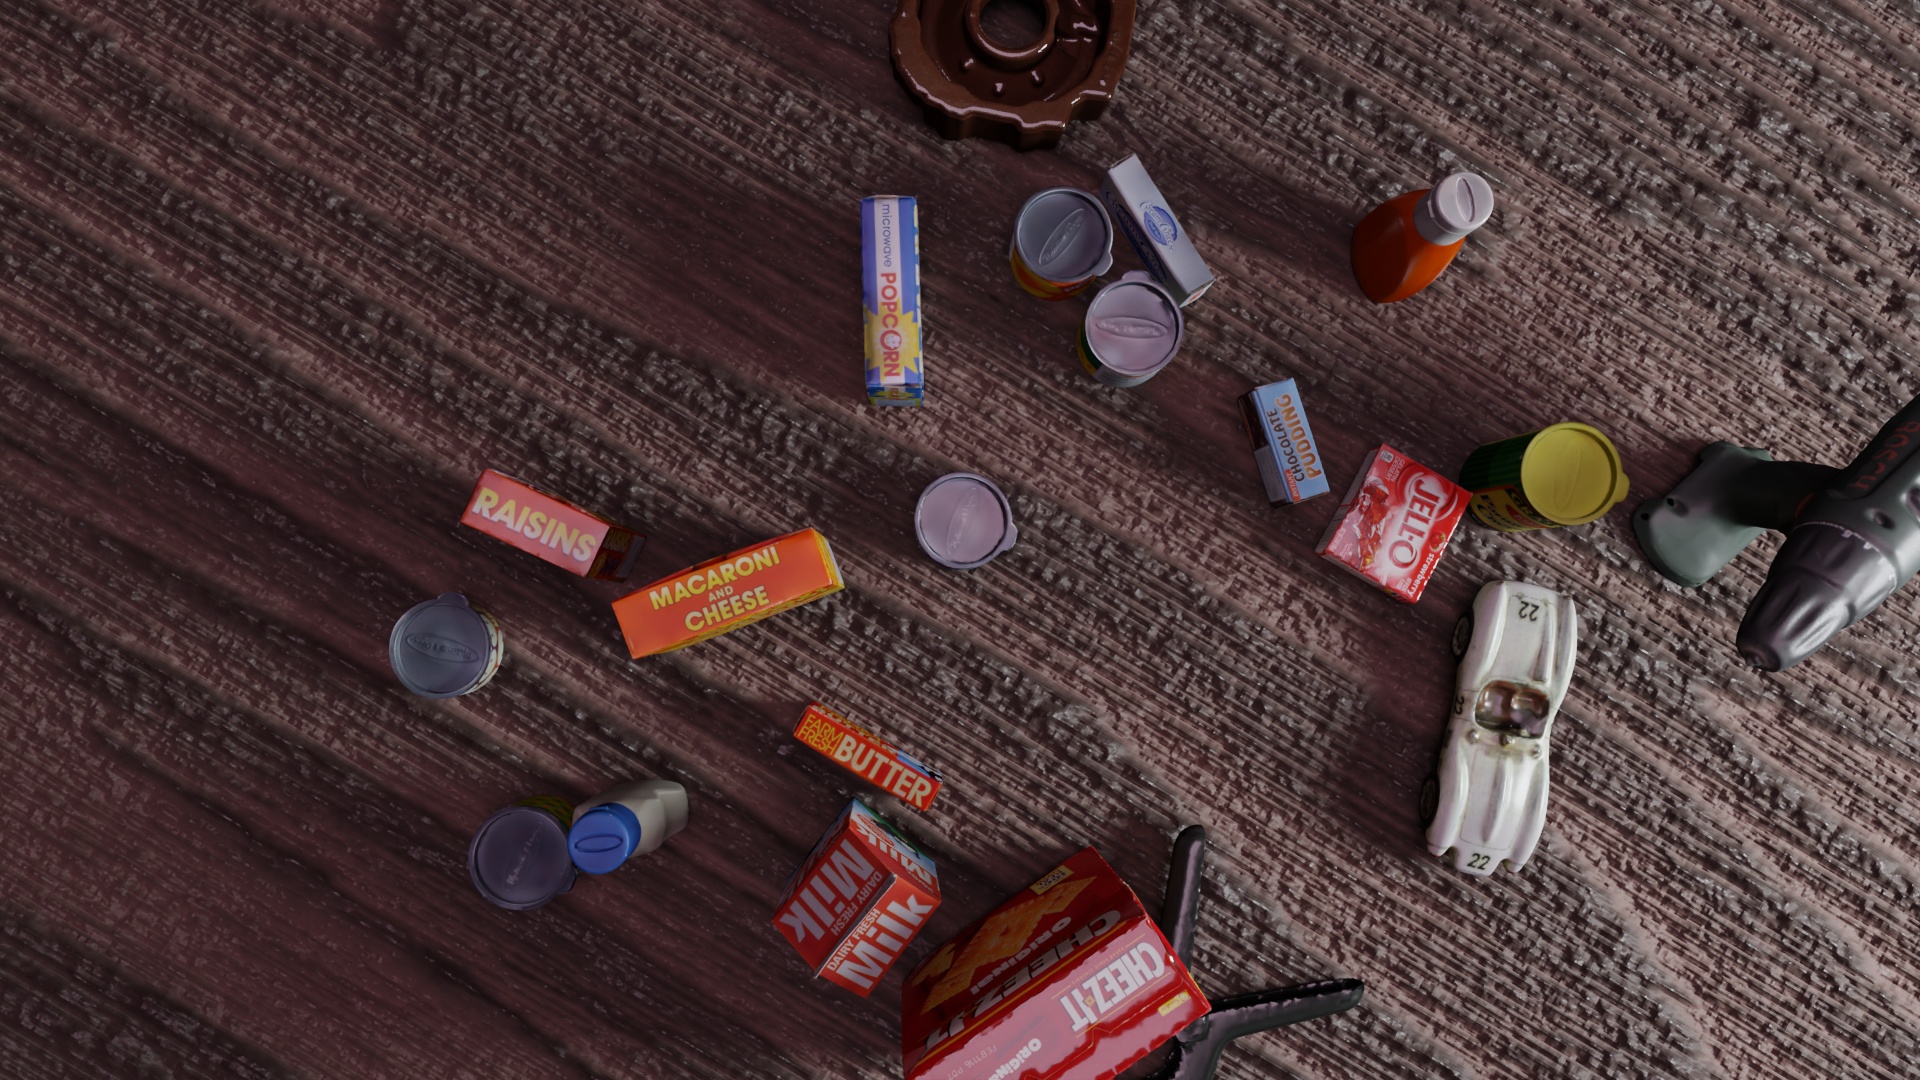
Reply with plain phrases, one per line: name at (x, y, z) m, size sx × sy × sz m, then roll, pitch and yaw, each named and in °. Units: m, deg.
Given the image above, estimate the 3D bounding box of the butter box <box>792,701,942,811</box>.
butter box at (-0.062, 0.143, 0.926) m, size 0.103 × 0.053 × 0.024 m, roll 30°, pitch 86°, yaw 0°

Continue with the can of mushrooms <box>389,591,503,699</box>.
can of mushrooms at (-0.342, 0.070, 0.928) m, size 0.071 × 0.033 × 0.071 m, roll 0°, pitch 86°, yaw -2°

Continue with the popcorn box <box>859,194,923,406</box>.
popcorn box at (-0.046, -0.158, 0.930) m, size 0.038 × 0.085 × 0.126 m, roll -2°, pitch 87°, yaw -2°

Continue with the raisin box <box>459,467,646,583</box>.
raisin box at (-0.257, -0.008, 0.892) m, size 0.086 × 0.123 × 0.040 m, roll 25°, pitch 86°, yaw -1°

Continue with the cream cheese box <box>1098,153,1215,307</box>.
cream cheese box at (0.134, -0.211, 0.957) m, size 0.024 × 0.053 × 0.104 m, roll -32°, pitch 88°, yaw -4°

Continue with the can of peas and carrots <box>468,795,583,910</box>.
can of peas and carrots at (-0.278, 0.204, 0.909) m, size 0.071 × 0.058 × 0.071 m, roll 0°, pitch 87°, yaw -2°

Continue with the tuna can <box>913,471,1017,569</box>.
tuna can at (0.003, -0.012, 0.949) m, size 0.071 × 0.033 × 0.071 m, roll 0°, pitch 86°, yaw -2°

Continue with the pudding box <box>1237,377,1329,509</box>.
pudding box at (0.221, -0.066, 0.953) m, size 0.030 × 0.049 × 0.083 m, roll -18°, pitch 87°, yaw -3°

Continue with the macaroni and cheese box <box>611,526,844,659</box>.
macaroni and cheese box at (-0.140, 0.033, 0.873) m, size 0.124 × 0.166 × 0.040 m, roll -21°, pitch 88°, yaw -3°

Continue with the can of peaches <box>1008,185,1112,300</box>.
can of peaches at (0.069, -0.201, 0.951) m, size 0.071 × 0.058 × 0.071 m, roll 0°, pitch 87°, yaw -2°

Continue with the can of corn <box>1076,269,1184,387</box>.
can of corn at (0.115, -0.143, 0.949) m, size 0.071 × 0.058 × 0.071 m, roll 0°, pitch 87°, yaw -2°

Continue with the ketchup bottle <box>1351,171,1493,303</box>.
ketchup bottle at (0.302, -0.202, 0.916) m, size 0.043 × 0.148 × 0.064 m, roll -11°, pitch 87°, yaw -3°

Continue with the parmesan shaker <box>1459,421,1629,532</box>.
parmesan shaker at (0.389, -0.039, 0.932) m, size 0.071 × 0.103 × 0.071 m, roll 0°, pitch 87°, yaw -2°

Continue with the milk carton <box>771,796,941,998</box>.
milk carton at (-0.062, 0.217, 0.852) m, size 0.073 × 0.190 × 0.072 m, roll 39°, pitch 86°, yaw 0°

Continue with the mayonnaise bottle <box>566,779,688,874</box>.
mayonnaise bottle at (-0.211, 0.178, 0.869) m, size 0.065 × 0.148 × 0.041 m, roll -5°, pitch 87°, yaw -3°
